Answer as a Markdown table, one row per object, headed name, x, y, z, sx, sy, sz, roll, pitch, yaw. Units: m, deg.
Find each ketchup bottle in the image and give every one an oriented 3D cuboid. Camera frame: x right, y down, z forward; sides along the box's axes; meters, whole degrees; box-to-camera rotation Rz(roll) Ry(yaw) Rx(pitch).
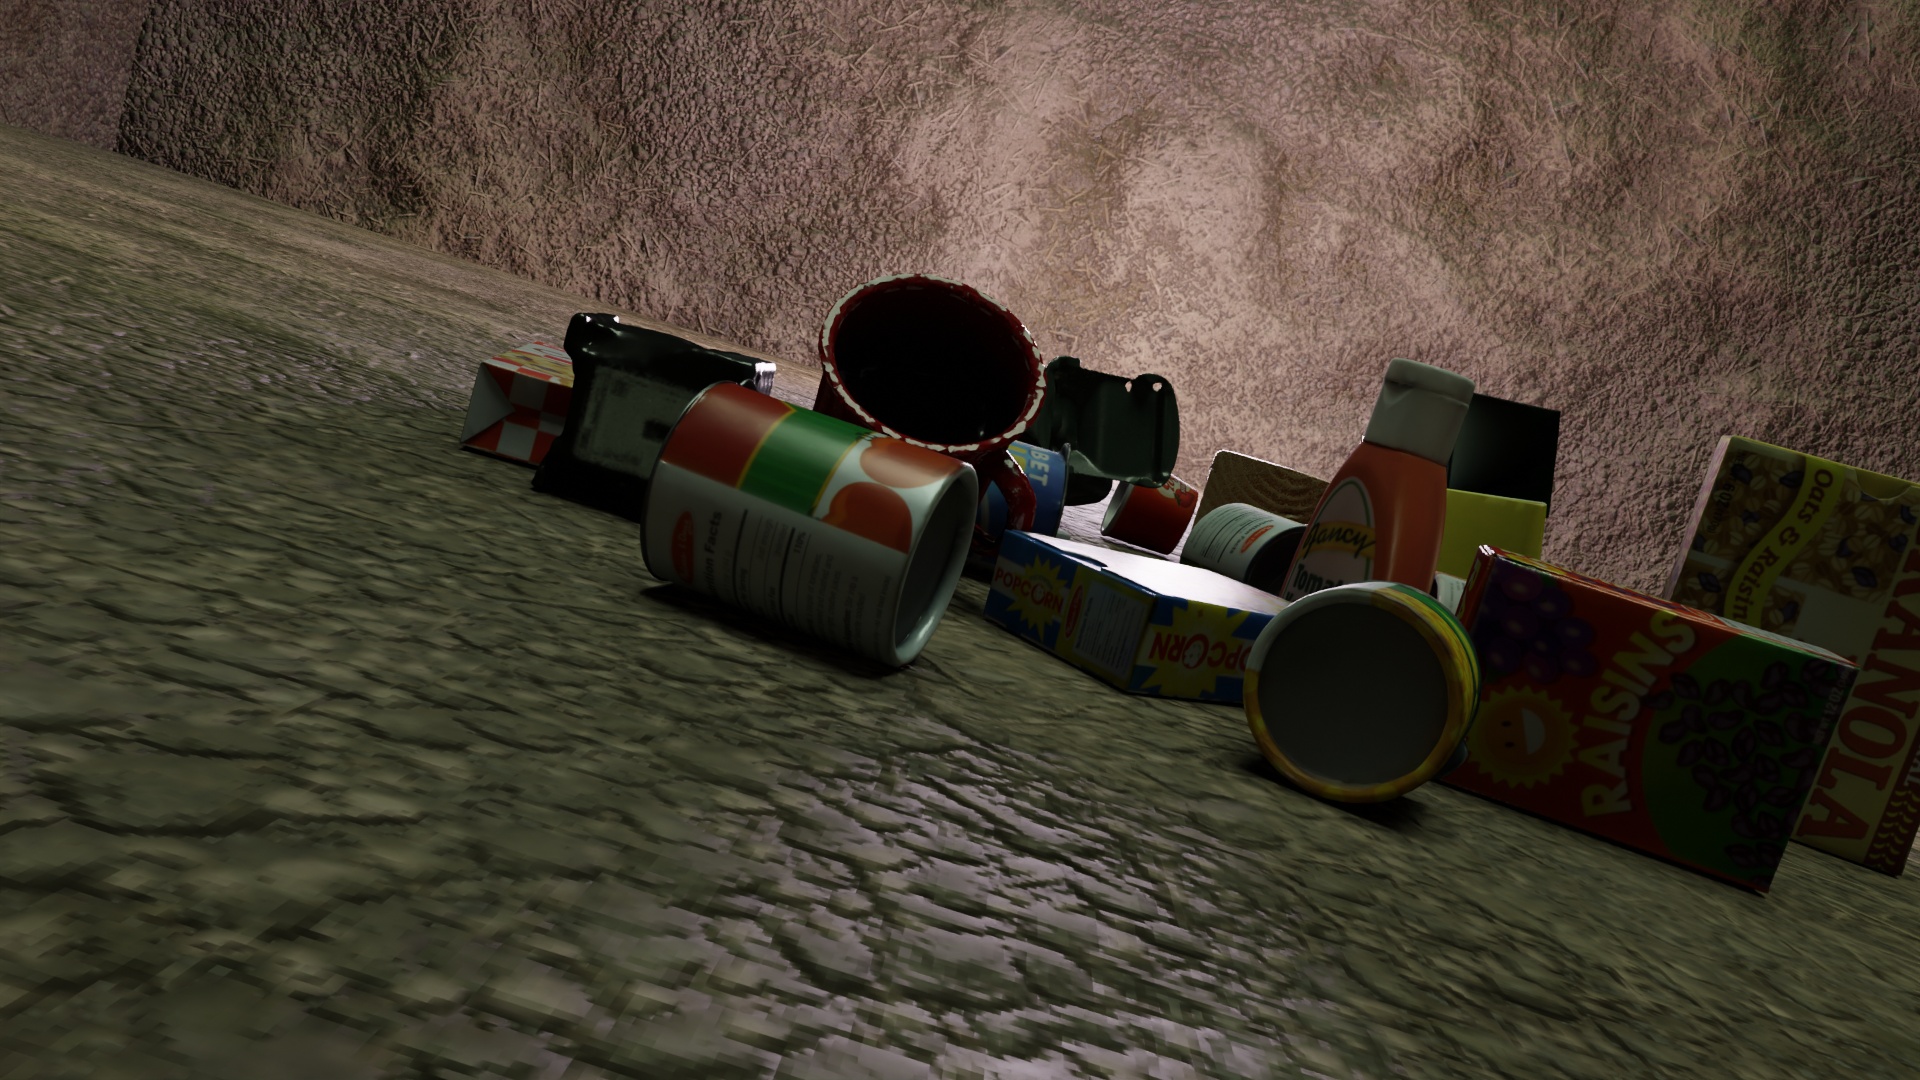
| name | x | y | z | sx | sy | sz | roll | pitch | yaw |
| --- | --- | --- | --- | --- | --- | --- | --- | --- | --- |
| ketchup bottle | 0.177 | -0.002 | 0.593 | 0.043 | 0.148 | 0.065 | 15 | 7 | -30 |

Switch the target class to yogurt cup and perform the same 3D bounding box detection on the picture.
| name | x | y | z | sx | sy | sz | roll | pitch | yaw |
| --- | --- | --- | --- | --- | --- | --- | --- | --- | --- |
| yogurt cup | 0.143 | -0.024 | 1.041 | 0.054 | 0.072 | 0.072 | 25 | 6 | -2 |

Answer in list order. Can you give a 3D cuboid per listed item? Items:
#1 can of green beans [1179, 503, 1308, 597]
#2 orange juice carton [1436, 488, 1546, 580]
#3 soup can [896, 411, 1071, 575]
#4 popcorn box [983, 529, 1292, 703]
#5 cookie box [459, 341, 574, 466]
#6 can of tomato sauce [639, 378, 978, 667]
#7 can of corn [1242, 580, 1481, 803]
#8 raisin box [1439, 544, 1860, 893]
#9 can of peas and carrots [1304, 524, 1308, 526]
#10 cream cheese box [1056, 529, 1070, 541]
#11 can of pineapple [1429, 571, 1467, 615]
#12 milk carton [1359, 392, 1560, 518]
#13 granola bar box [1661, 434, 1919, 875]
| name | x | y | z | sx | sy | sz | roll | pitch | yaw |
| --- | --- | --- | --- | --- | --- | --- | --- | --- | --- |
| can of green beans | 0.157 | 0.018 | 0.726 | 0.071 | 0.071 | 0.058 | 14 | 7 | -28 |
| orange juice carton | 0.306 | 0.019 | 0.895 | 0.073 | 0.072 | 0.192 | 10 | -7 | 6 |
| soup can | 0.003 | -0.024 | 0.661 | 0.084 | 0.071 | 0.071 | 16 | 7 | -9 |
| popcorn box | 0.084 | 0.033 | 0.553 | 0.127 | 0.038 | 0.085 | 11 | 10 | -41 |
| cookie box | -0.155 | -0.055 | 0.657 | 0.123 | 0.040 | 0.168 | 16 | 8 | -12 |
| can of tomato sauce | -0.044 | -0.007 | 0.427 | 0.083 | 0.071 | 0.071 | 19 | 7 | 14 |
| can of corn | 0.129 | 0.048 | 0.438 | 0.071 | 0.071 | 0.058 | 20 | 8 | 23 |
| raisin box | 0.234 | 0.061 | 0.496 | 0.123 | 0.086 | 0.040 | 19 | 11 | 13 |
| can of peas and carrots | 0.217 | 0.026 | 0.789 | 0.059 | 0.071 | 0.071 | 14 | 7 | -21 |
| cream cheese box | 0.003 | -0.009 | 0.741 | 0.104 | 0.024 | 0.053 | 13 | 8 | -33 |
| can of pineapple | 0.242 | 0.054 | 0.659 | 0.058 | 0.071 | 0.071 | 18 | 7 | 4 |
| milk carton | 0.330 | -0.043 | 0.966 | 0.072 | 0.073 | 0.190 | 11 | -8 | -5 |
| granola bar box | 0.379 | 0.048 | 0.622 | 0.124 | 0.165 | 0.039 | 19 | 9 | 20 |
